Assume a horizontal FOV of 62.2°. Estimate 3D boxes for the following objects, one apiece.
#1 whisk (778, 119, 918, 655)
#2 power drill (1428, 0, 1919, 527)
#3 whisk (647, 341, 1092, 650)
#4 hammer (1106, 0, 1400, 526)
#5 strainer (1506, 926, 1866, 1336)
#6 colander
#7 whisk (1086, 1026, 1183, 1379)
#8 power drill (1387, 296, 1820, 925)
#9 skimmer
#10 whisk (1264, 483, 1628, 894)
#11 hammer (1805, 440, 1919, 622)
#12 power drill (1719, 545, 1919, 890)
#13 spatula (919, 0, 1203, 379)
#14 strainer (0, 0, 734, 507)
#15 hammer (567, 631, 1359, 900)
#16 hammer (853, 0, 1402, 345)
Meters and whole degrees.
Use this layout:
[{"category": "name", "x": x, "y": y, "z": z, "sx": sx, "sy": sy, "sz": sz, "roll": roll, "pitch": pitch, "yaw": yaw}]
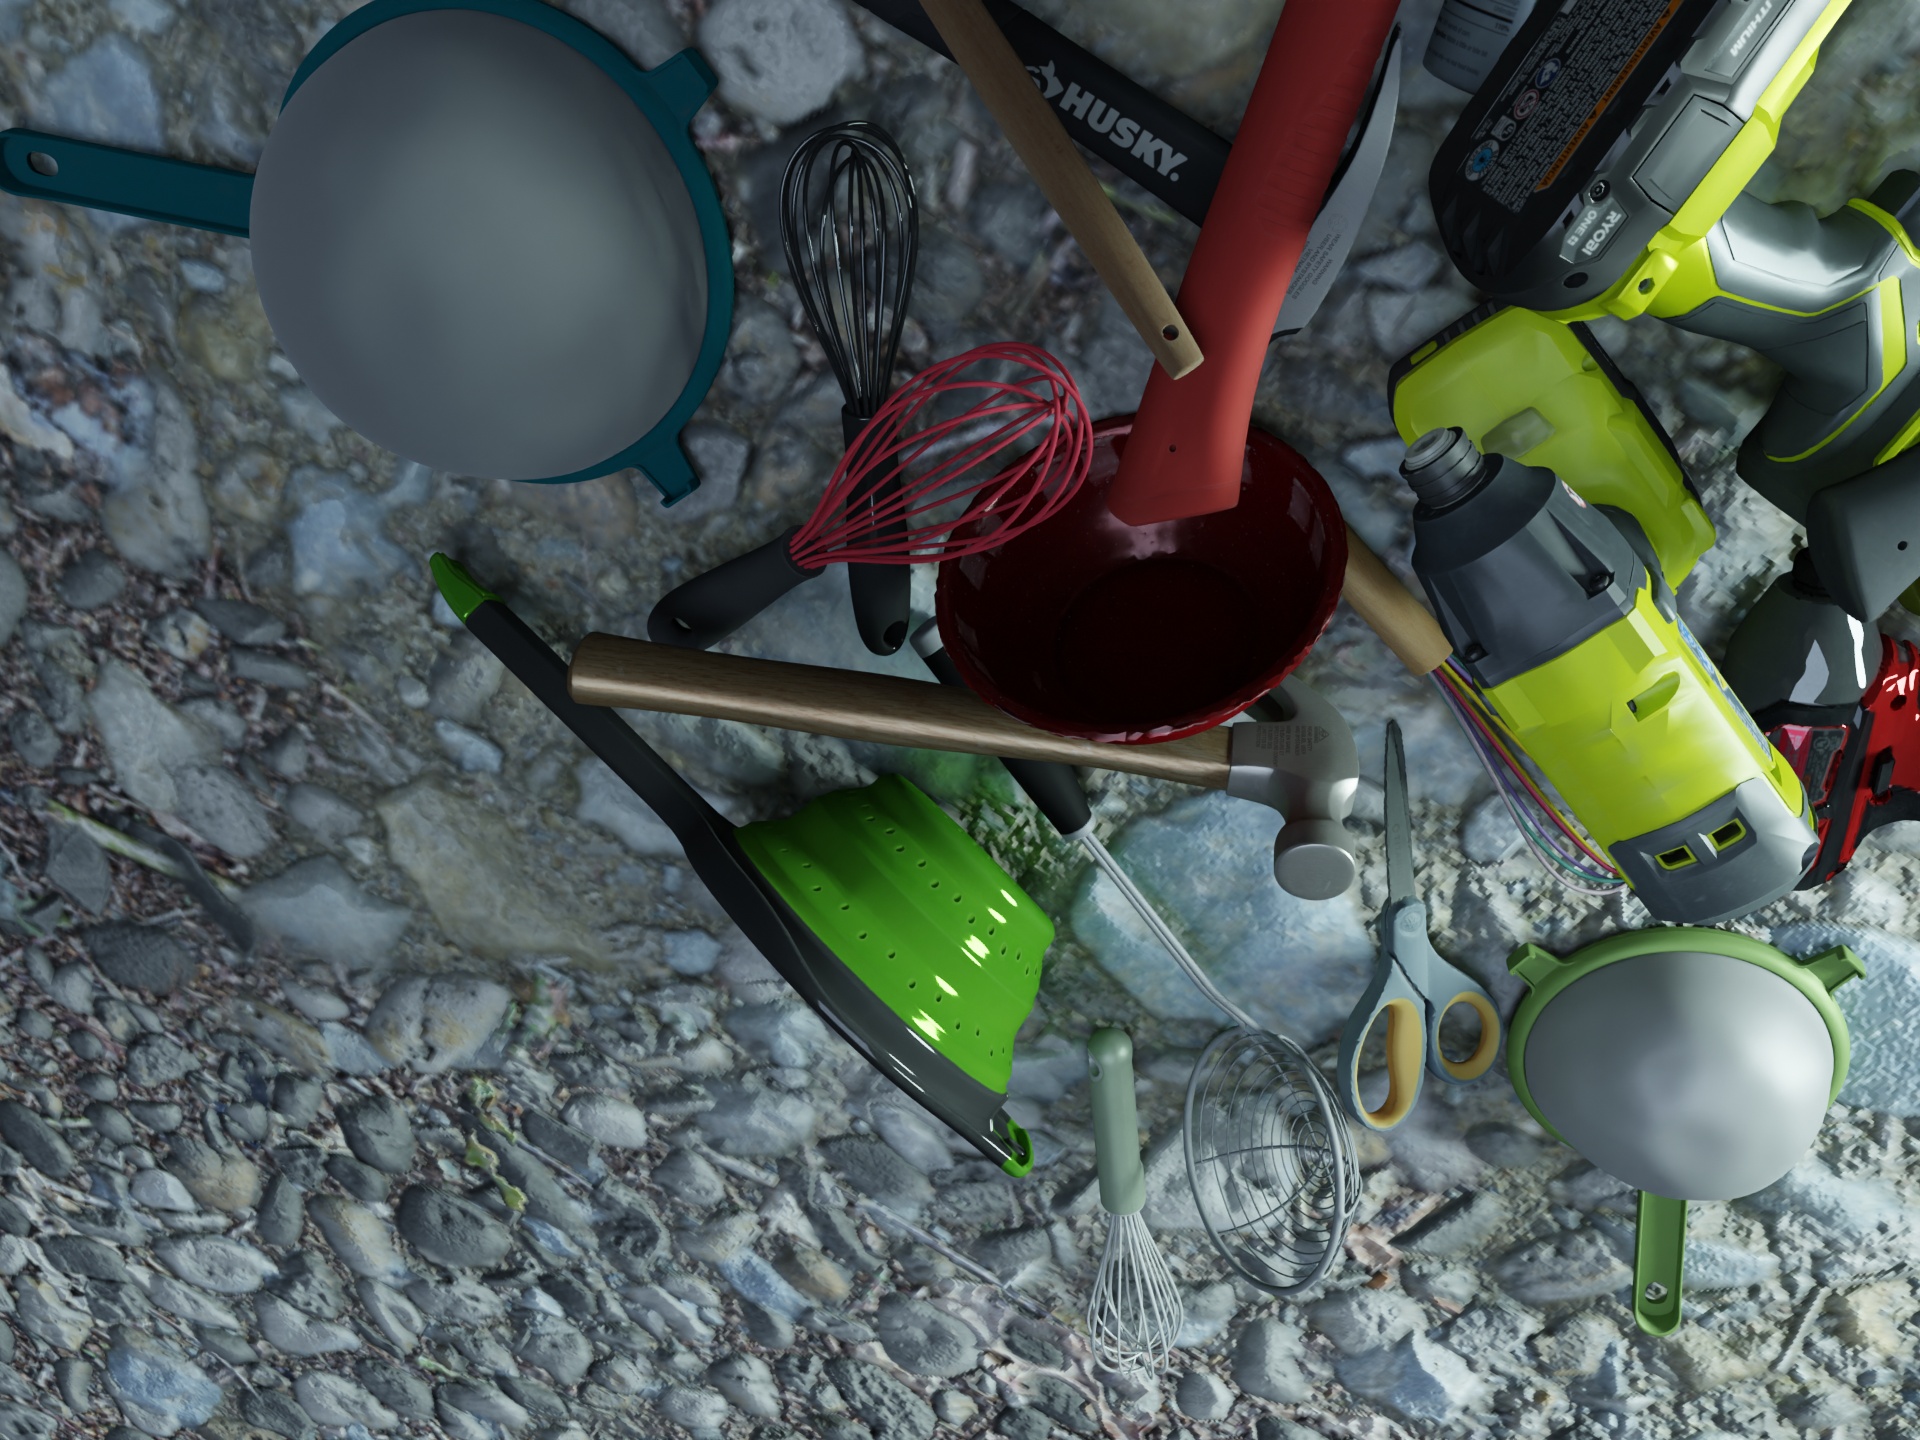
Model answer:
[{"category": "whisk", "x": -0.040, "y": -0.128, "z": 0.665, "sx": 0.055, "sy": 0.055, "sz": 0.238, "roll": 5, "pitch": 126, "yaw": 11}, {"category": "power drill", "x": 0.284, "y": -0.169, "z": 0.503, "sx": 0.228, "sy": 0.080, "sz": 0.190, "roll": 19, "pitch": 119, "yaw": -26}, {"category": "whisk", "x": -0.053, "y": -0.075, "z": 0.652, "sx": 0.073, "sy": 0.073, "sz": 0.296, "roll": 50, "pitch": 141, "yaw": -16}, {"category": "hammer", "x": 0.113, "y": -0.231, "z": 0.512, "sx": 0.149, "sy": 0.036, "sz": 0.359, "roll": 31, "pitch": 118, "yaw": 23}, {"category": "strainer", "x": 0.342, "y": 0.219, "z": 0.760, "sx": 0.151, "sy": 0.069, "sz": 0.256, "roll": -2, "pitch": 118, "yaw": 15}, {"category": "colander", "x": -0.083, "y": 0.036, "z": 0.745, "sx": 0.397, "sy": 0.204, "sz": 0.094, "roll": 44, "pitch": 88, "yaw": 5}, {"category": "whisk", "x": 0.091, "y": 0.270, "z": 0.875, "sx": 0.059, "sy": 0.058, "sz": 0.246, "roll": -16, "pitch": 118, "yaw": -16}, {"category": "power drill", "x": 0.203, "y": -0.058, "z": 0.536, "sx": 0.080, "sy": 0.223, "sz": 0.171, "roll": -33, "pitch": 108, "yaw": 28}, {"category": "skimmer", "x": 0.073, "y": 0.115, "z": 0.755, "sx": 0.363, "sy": 0.090, "sz": 0.127, "roll": 52, "pitch": 158, "yaw": -14}, {"category": "whisk", "x": 0.216, "y": -0.011, "z": 0.671, "sx": 0.245, "sy": 0.047, "sz": 0.051, "roll": 45, "pitch": 122, "yaw": -10}, {"category": "hammer", "x": 0.424, "y": -0.178, "z": 0.462, "sx": 0.149, "sy": 0.036, "sz": 0.409, "roll": 42, "pitch": 106, "yaw": -15}, {"category": "power drill", "x": 0.408, "y": 0.003, "z": 0.612, "sx": 0.220, "sy": 0.079, "sz": 0.143, "roll": 4, "pitch": 121, "yaw": 16}, {"category": "spatula", "x": -0.010, "y": -0.249, "z": 0.538, "sx": 0.060, "sy": 0.018, "sz": 0.316, "roll": -33, "pitch": 90, "yaw": 3}, {"category": "strainer", "x": -0.268, "y": -0.194, "z": 0.654, "sx": 0.340, "sy": 0.095, "sz": 0.210, "roll": 12, "pitch": 123, "yaw": 6}, {"category": "hammer", "x": -0.001, "y": -0.002, "z": 0.670, "sx": 0.331, "sy": 0.130, "sz": 0.031, "roll": 8, "pitch": 129, "yaw": 6}, {"category": "hammer", "x": 0.004, "y": -0.260, "z": 0.580, "sx": 0.334, "sy": 0.035, "sz": 0.146, "roll": 32, "pitch": 124, "yaw": -5}]
